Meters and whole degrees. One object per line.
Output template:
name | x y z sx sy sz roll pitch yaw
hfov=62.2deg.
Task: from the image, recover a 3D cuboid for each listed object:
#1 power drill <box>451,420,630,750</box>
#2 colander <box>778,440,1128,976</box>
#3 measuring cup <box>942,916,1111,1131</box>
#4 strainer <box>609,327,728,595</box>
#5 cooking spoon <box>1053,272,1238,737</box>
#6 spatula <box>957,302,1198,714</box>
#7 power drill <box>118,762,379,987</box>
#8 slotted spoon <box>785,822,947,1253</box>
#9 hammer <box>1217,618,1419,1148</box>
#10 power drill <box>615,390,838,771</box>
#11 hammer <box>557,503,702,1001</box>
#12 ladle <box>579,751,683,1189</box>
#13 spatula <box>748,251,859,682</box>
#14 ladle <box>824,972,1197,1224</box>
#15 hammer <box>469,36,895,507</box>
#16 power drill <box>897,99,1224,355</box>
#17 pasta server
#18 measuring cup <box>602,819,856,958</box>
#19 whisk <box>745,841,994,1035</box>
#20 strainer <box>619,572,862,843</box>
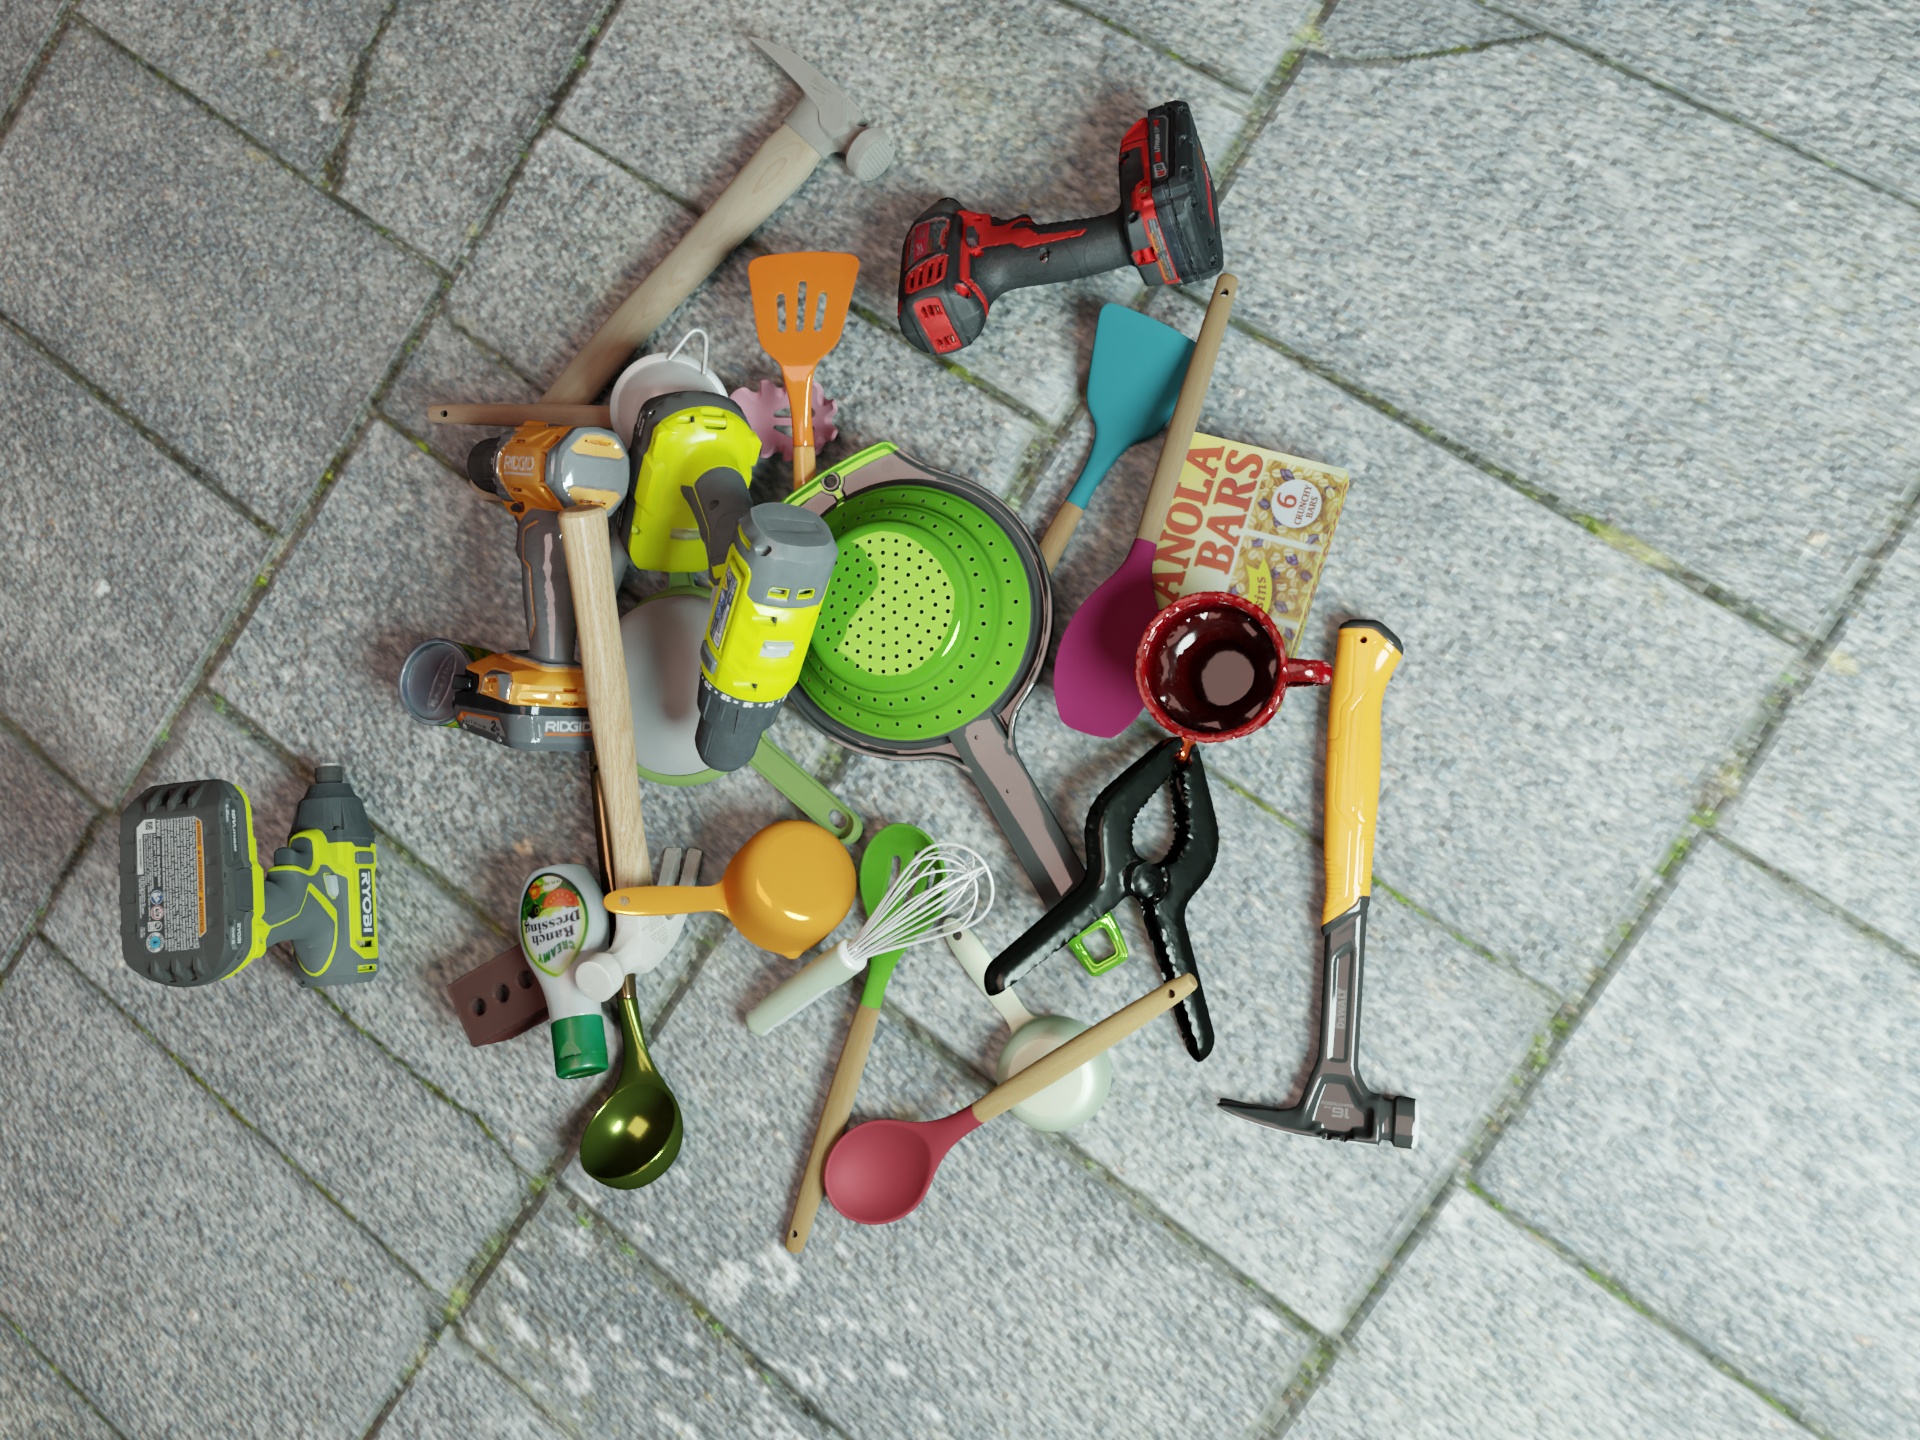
power drill | -0.312 -0.102 1.147 0.185 0.084 0.226 14 99 49
colander | -0.002 -0.003 1.058 0.204 0.094 0.397 -31 86 8
measuring cup | 0.035 0.203 1.081 0.083 0.038 0.168 -39 78 9
strainer | -0.235 -0.162 1.165 0.087 0.050 0.258 21 115 -11
cooking spoon | 0.131 -0.143 1.056 0.069 0.017 0.319 17 90 10
spatula | 0.063 -0.129 1.104 0.082 0.044 0.317 29 94 11
power drill | -0.500 0.110 1.150 0.080 0.223 0.171 -6 83 8
slotted spoon | -0.073 0.224 1.118 0.070 0.031 0.314 18 92 25
hammer | 0.243 0.101 1.034 0.127 0.034 0.337 4 86 15
power drill | -0.163 -0.097 1.067 0.229 0.080 0.190 59 139 41
hammer | -0.235 0.017 1.090 0.031 0.130 0.331 4 110 22
ladle | -0.253 0.177 1.161 0.078 0.062 0.320 -13 79 18
spatula | -0.109 -0.172 1.140 0.081 0.041 0.322 -1 99 6
ladle | 0.030 0.245 1.046 0.315 0.031 0.069 -37 81 26
hammer | -0.237 -0.329 1.215 0.410 0.038 0.146 -46 73 8
power drill | 0.062 -0.337 1.093 0.219 0.078 0.143 -13 48 18
pasta server | -0.244 -0.225 1.180 0.316 0.040 0.060 2 97 5
measuring cup | -0.153 0.112 1.083 0.052 0.173 0.095 -43 54 53
whisk | -0.067 0.156 1.081 0.246 0.058 0.059 -38 86 32
strainer | -0.175 0.004 1.146 0.256 0.069 0.151 39 96 18
